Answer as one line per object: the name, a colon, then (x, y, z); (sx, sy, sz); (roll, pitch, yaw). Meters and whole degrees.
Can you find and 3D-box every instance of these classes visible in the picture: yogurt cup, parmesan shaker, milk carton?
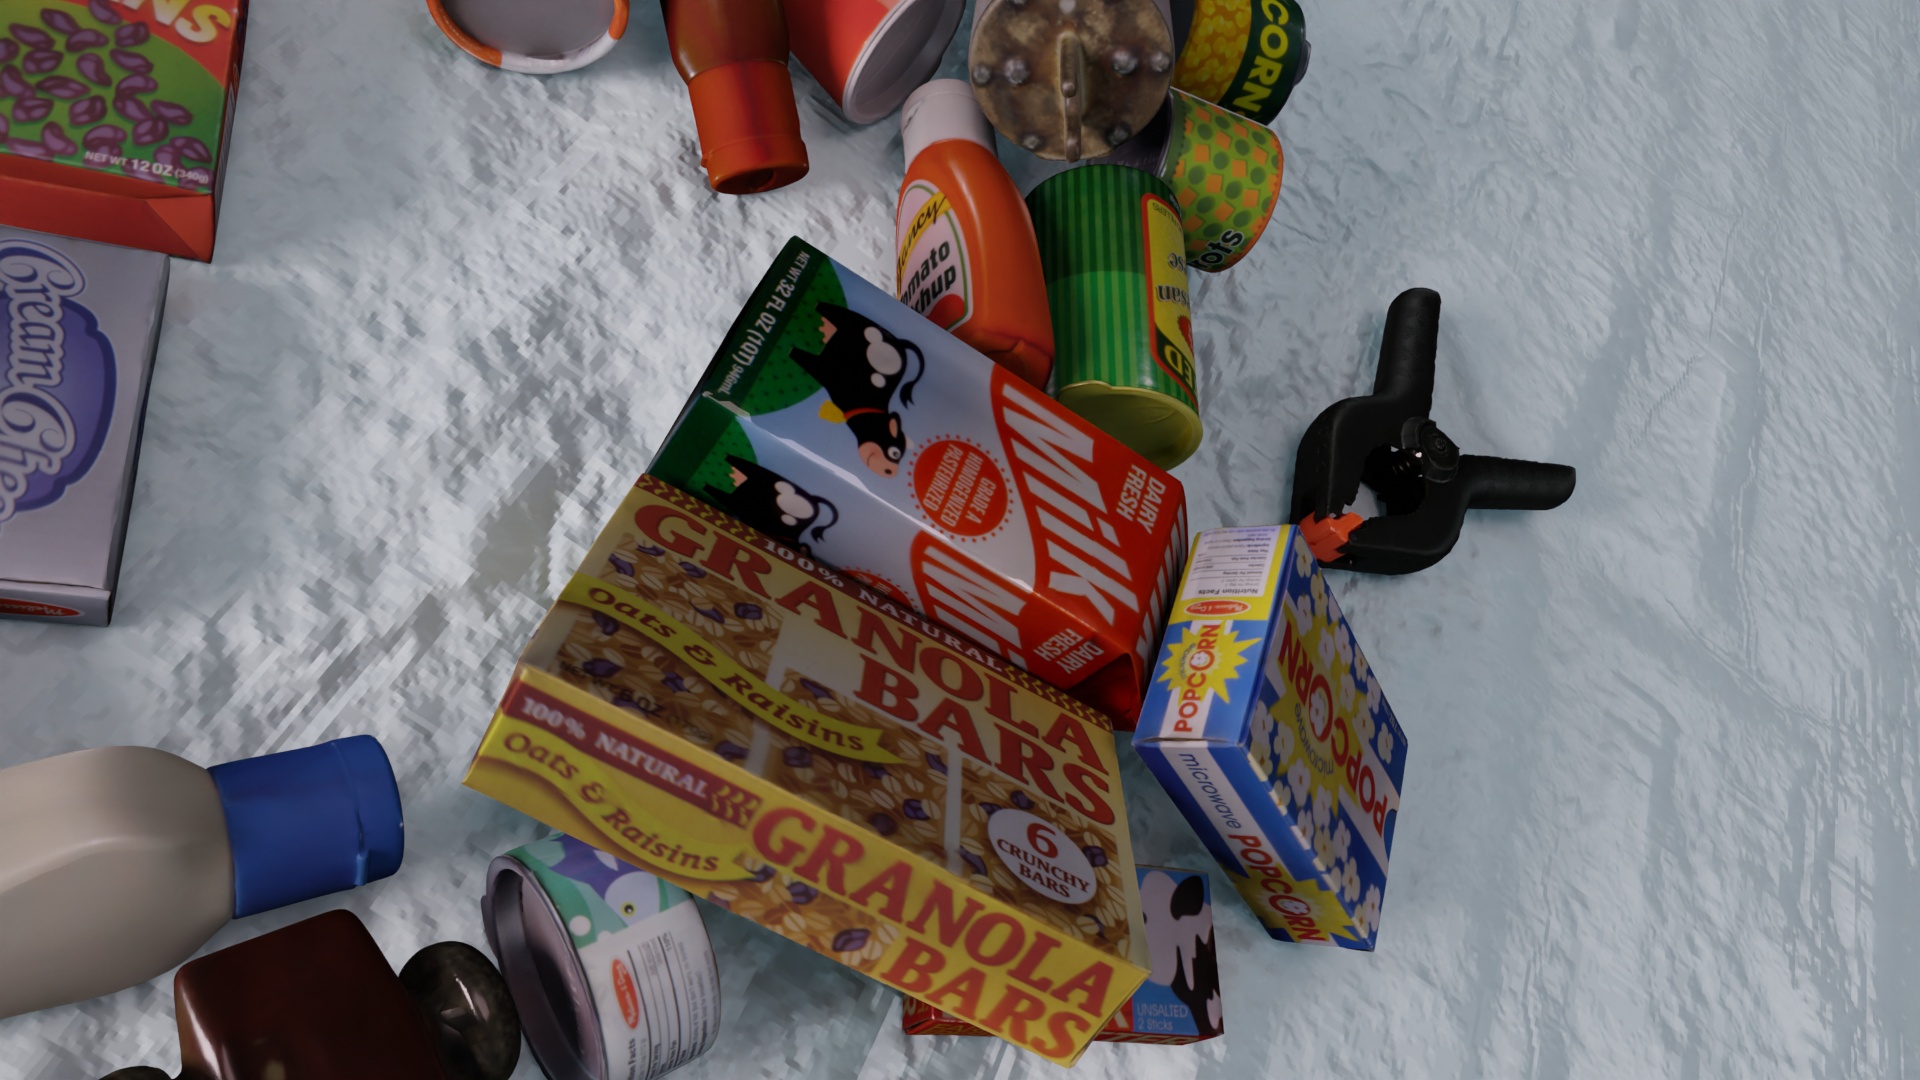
yogurt cup: (-0.039, -0.205, 0.538); (0.054, 0.072, 0.073); (42, 52, 6)
parmesan shaker: (0.053, -0.083, 0.521); (0.071, 0.071, 0.103); (13, 60, -24)
milk carton: (0.002, -0.006, 0.450); (0.190, 0.073, 0.073); (31, 55, -13)

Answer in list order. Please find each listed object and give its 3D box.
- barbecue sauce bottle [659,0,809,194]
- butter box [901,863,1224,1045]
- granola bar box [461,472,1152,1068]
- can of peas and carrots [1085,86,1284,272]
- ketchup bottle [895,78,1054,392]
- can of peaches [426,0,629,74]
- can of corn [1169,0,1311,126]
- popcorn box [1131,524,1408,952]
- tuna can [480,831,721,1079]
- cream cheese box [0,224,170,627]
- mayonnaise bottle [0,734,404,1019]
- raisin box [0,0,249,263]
barbecue sauce bottle: (-0.087, -0.201, 0.496); (0.044, 0.065, 0.148); (-12, 91, -15)
butter box: (0.031, 0.126, 0.429); (0.103, 0.024, 0.053); (12, 60, -25)
granola bar box: (-0.033, 0.056, 0.378); (0.165, 0.039, 0.125); (29, 20, -11)
can of peas and carrots: (0.092, -0.149, 0.583); (0.059, 0.070, 0.071); (13, 60, -24)
ketchup bottle: (0.001, -0.109, 0.513); (0.043, 0.064, 0.149); (15, 50, -26)
can of peaches: (-0.147, -0.203, 0.470); (0.071, 0.071, 0.058); (7, 64, -27)
can of corn: (0.114, -0.222, 0.630); (0.058, 0.071, 0.071); (9, 62, -25)
popcorn box: (0.107, 0.067, 0.460); (0.126, 0.038, 0.085); (54, 44, -36)
tuna can: (-0.091, 0.103, 0.347); (0.033, 0.070, 0.071); (-17, 75, -36)
cream cheese box: (-0.239, -0.032, 0.355); (0.053, 0.024, 0.104); (8, 62, -27)
mayonnaise bottle: (-0.202, 0.075, 0.300); (0.148, 0.064, 0.041); (-9, 43, -37)
raisin box: (-0.254, -0.147, 0.398); (0.086, 0.040, 0.124); (6, 64, -27)
